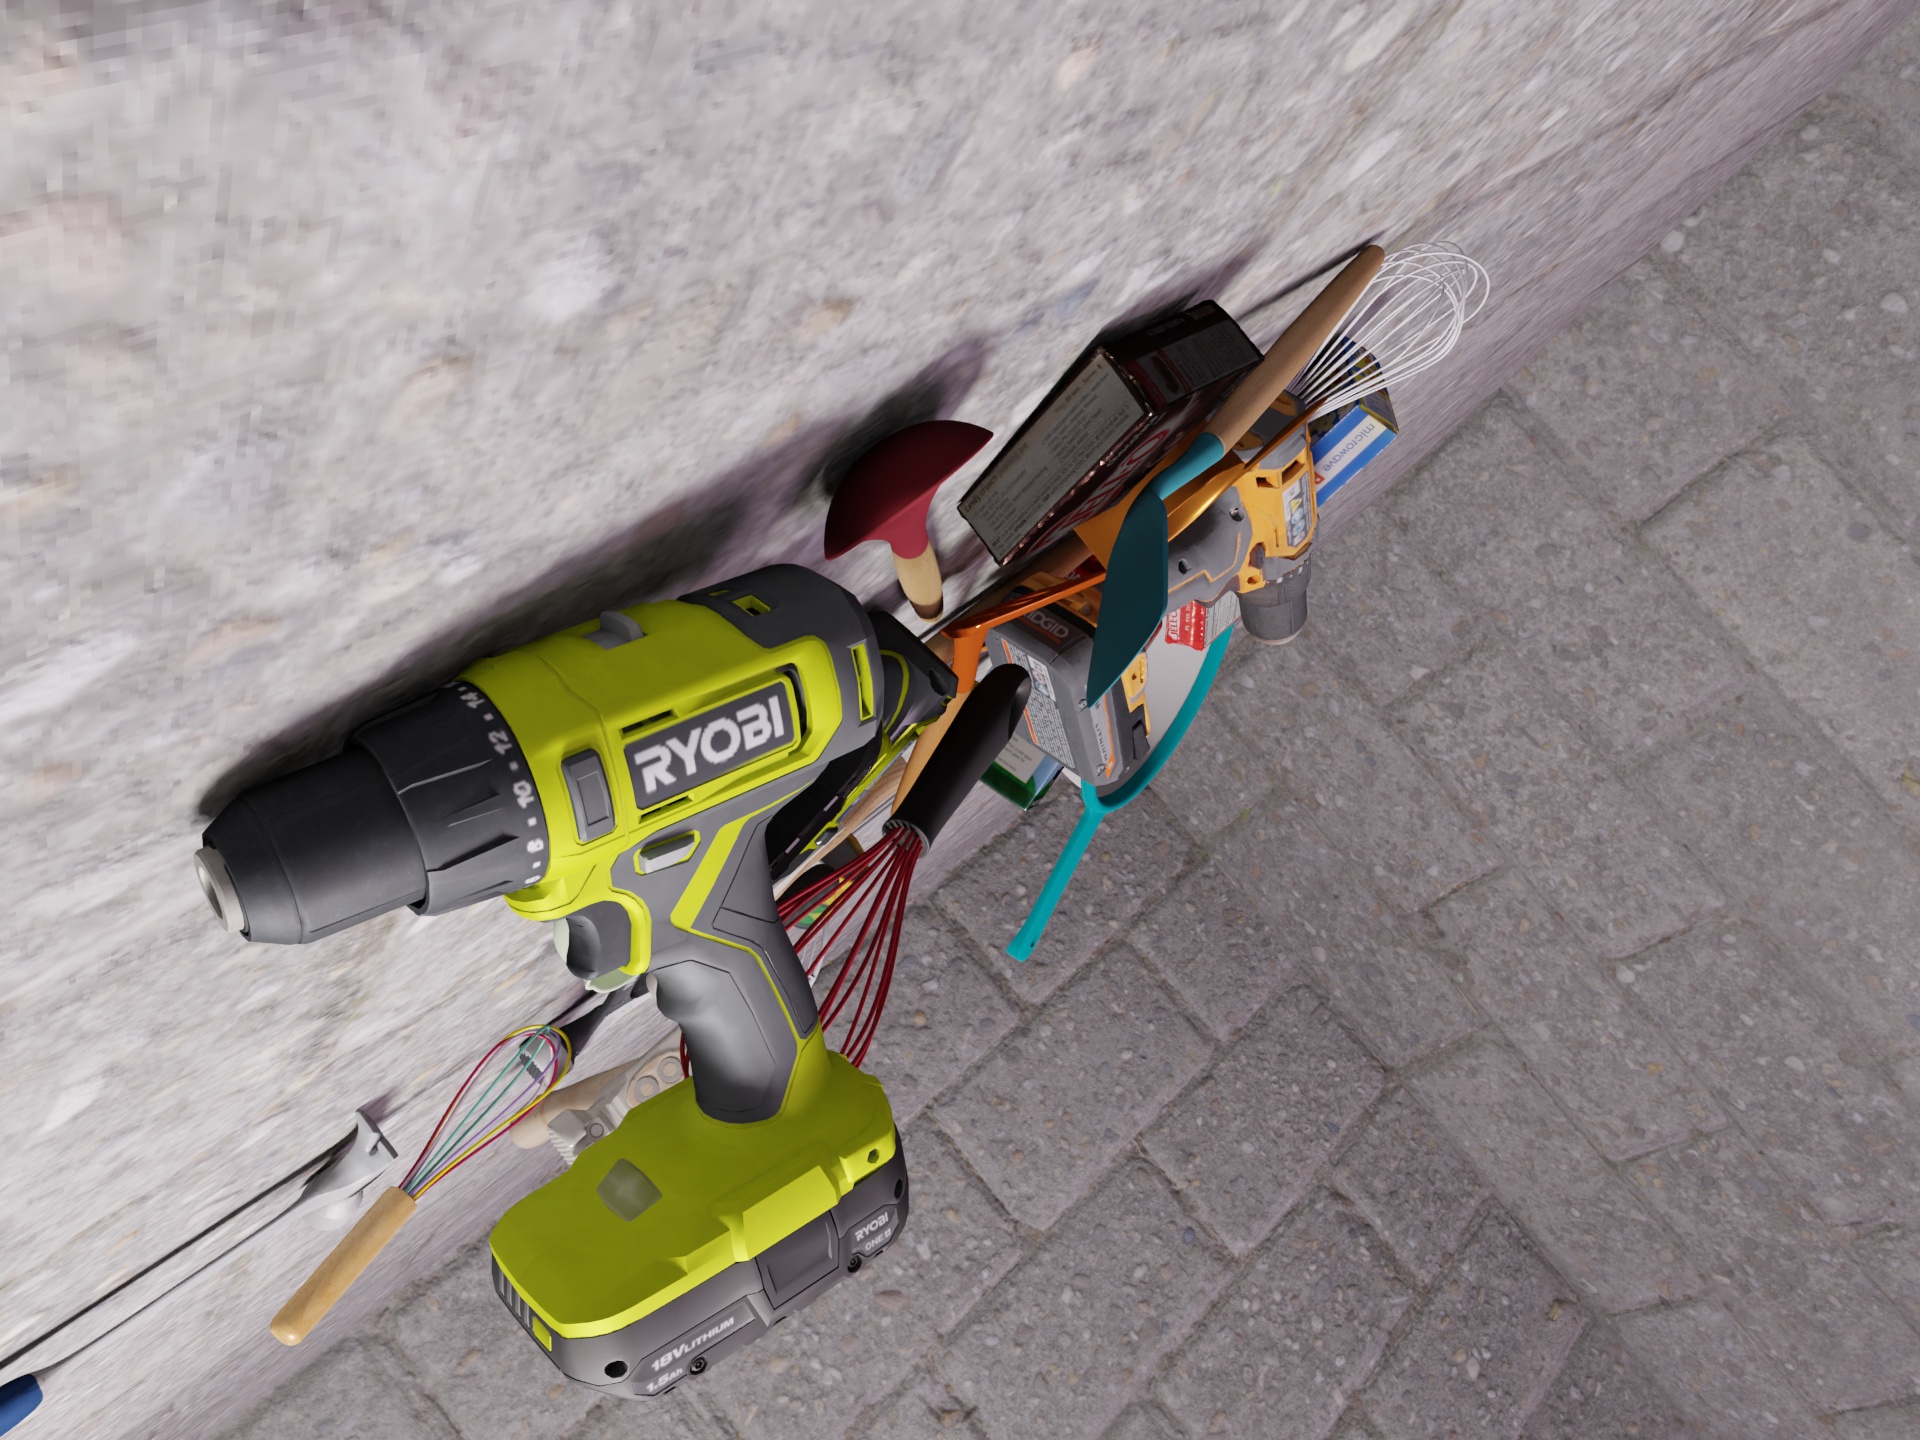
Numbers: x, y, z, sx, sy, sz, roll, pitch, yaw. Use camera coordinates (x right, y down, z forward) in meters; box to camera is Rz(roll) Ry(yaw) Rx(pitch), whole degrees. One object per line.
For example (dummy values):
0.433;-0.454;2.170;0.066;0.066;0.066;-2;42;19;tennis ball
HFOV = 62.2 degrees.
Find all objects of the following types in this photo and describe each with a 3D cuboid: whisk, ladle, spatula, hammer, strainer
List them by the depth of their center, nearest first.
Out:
-0.017;-0.067;0.643;0.069;0.031;0.315;-37;176;-2;ladle
-0.033;0.064;0.686;0.073;0.073;0.296;-46;-174;46;whisk
0.137;-0.135;0.744;0.317;0.044;0.082;-50;176;-32;spatula
-0.463;0.332;0.813;0.405;0.035;0.144;-32;171;-49;hammer
-0.001;-0.003;0.873;0.081;0.041;0.322;-24;161;-23;spatula
0.200;-0.189;0.954;0.070;0.070;0.284;-34;177;-39;whisk
-0.325;0.277;0.978;0.051;0.047;0.245;-43;-173;49;whisk
-0.090;0.073;1.014;0.130;0.031;0.331;-50;178;19;hammer
-0.191;0.135;1.019;0.149;0.036;0.408;-37;173;-32;hammer
-0.233;0.242;1.049;0.146;0.038;0.410;-38;-178;-28;hammer
0.088;0.012;1.189;0.340;0.095;0.211;-64;158;9;strainer

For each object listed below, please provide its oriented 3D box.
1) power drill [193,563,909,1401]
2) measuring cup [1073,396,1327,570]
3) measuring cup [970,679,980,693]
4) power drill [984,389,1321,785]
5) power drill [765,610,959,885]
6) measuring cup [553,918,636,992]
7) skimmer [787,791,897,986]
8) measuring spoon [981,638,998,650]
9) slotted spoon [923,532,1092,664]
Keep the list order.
-0.103;0.082;0.476;0.190;0.228;0.080;-24;-150;-33;power drill
0.124;-0.143;0.827;0.173;0.052;0.095;-38;174;-28;measuring cup
0.022;-0.039;1.124;0.156;0.029;0.062;-50;174;-27;measuring cup
0.128;-0.064;0.936;0.226;0.084;0.185;-43;143;-18;power drill
-0.084;0.028;0.659;0.171;0.080;0.223;-47;175;4;power drill
-0.163;0.068;0.753;0.083;0.038;0.167;-44;160;-31;measuring cup
-0.062;0.105;1.309;0.127;0.090;0.363;4;-146;48;skimmer
0.025;-0.053;0.956;0.021;0.011;0.117;-33;-173;13;measuring spoon
-0.010;-0.040;0.884;0.314;0.031;0.070;-38;171;-29;slotted spoon
